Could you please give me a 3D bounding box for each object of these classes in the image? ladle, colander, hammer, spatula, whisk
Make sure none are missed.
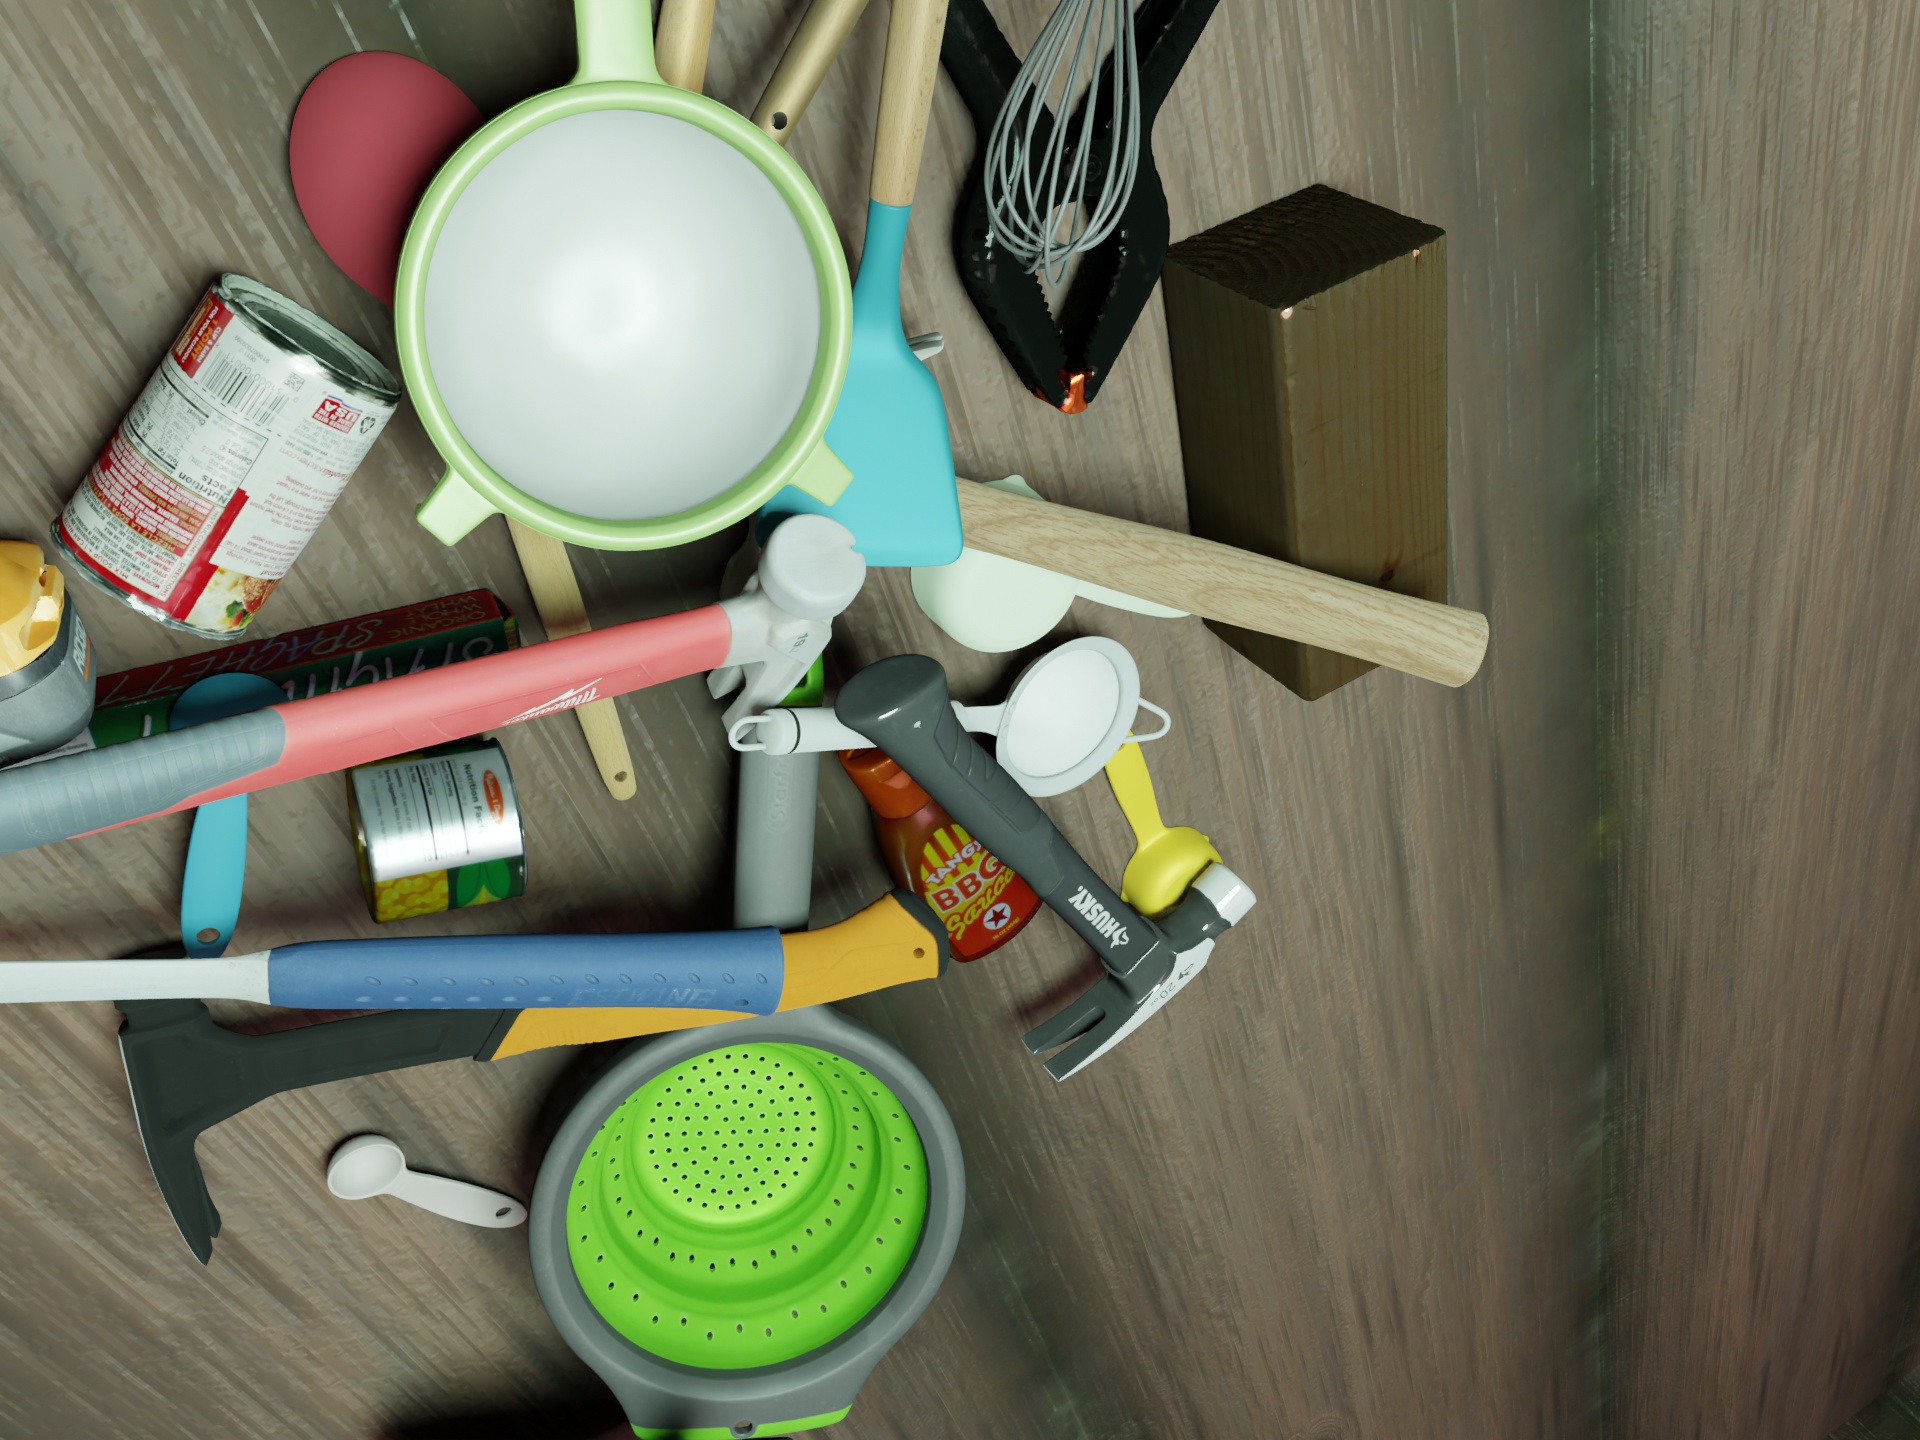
[{"bbox_3d":[-0.169,-0.088,0.604,0.069,0.031,0.315,-25,132,-18],"label":"ladle"},{"bbox_3d":[-0.100,0.143,0.766,0.204,0.094,0.397,1,102,-15],"label":"colander"},{"bbox_3d":[-0.266,0.092,0.586,0.405,0.035,0.144,2,133,-19],"label":"hammer"},{"bbox_3d":[-0.017,-0.203,0.551,0.082,0.044,0.317,3,124,-12],"label":"spatula"},{"bbox_3d":[-0.168,0.131,0.677,0.337,0.034,0.127,-10,104,-13],"label":"hammer"},{"bbox_3d":[0.054,-0.270,0.561,0.055,0.055,0.239,15,87,-37],"label":"whisk"},{"bbox_3d":[-0.222,0.012,0.539,0.386,0.038,0.143,-17,165,-31],"label":"hammer"},{"bbox_3d":[0.073,-0.071,0.677,0.331,0.031,0.130,13,113,-12],"label":"hammer"},{"bbox_3d":[0.034,0.069,0.755,0.146,0.035,0.334,-45,140,-2],"label":"hammer"}]

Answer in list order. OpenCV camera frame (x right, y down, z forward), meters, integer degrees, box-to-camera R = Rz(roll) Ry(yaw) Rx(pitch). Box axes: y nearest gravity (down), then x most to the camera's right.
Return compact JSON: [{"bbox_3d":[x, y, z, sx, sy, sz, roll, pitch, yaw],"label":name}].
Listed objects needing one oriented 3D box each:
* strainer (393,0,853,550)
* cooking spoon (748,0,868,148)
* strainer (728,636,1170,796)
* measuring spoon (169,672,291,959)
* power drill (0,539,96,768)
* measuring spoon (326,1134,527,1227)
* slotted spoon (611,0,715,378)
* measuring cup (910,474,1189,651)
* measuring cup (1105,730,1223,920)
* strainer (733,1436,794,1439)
[{"bbox_3d":[-0.118,-0.187,0.523,0.151,0.069,0.256,-10,113,-24],"label":"strainer"},{"bbox_3d":[0.009,-0.331,0.532,0.068,0.017,0.319,27,96,-34],"label":"cooking spoon"},{"bbox_3d":[-0.001,-0.002,0.724,0.258,0.050,0.086,-4,119,-45],"label":"strainer"},{"bbox_3d":[-0.272,0.043,0.588,0.042,0.021,0.128,2,119,-32],"label":"measuring spoon"},{"bbox_3d":[-0.379,-0.074,0.451,0.185,0.084,0.226,-21,125,-15],"label":"power drill"},{"bbox_3d":[-0.256,0.224,0.770,0.034,0.018,0.124,-44,139,1],"label":"measuring spoon"},{"bbox_3d":[-0.093,-0.237,0.549,0.070,0.031,0.313,3,120,-27],"label":"slotted spoon"},{"bbox_3d":[0.056,-0.061,0.748,0.167,0.038,0.083,9,115,-33],"label":"measuring cup"},{"bbox_3d":[0.107,0.059,0.865,0.062,0.029,0.156,-34,134,-8],"label":"measuring cup"},{"bbox_3d":[-0.157,0.400,0.762,0.211,0.095,0.340,10,155,-28],"label":"strainer"}]
